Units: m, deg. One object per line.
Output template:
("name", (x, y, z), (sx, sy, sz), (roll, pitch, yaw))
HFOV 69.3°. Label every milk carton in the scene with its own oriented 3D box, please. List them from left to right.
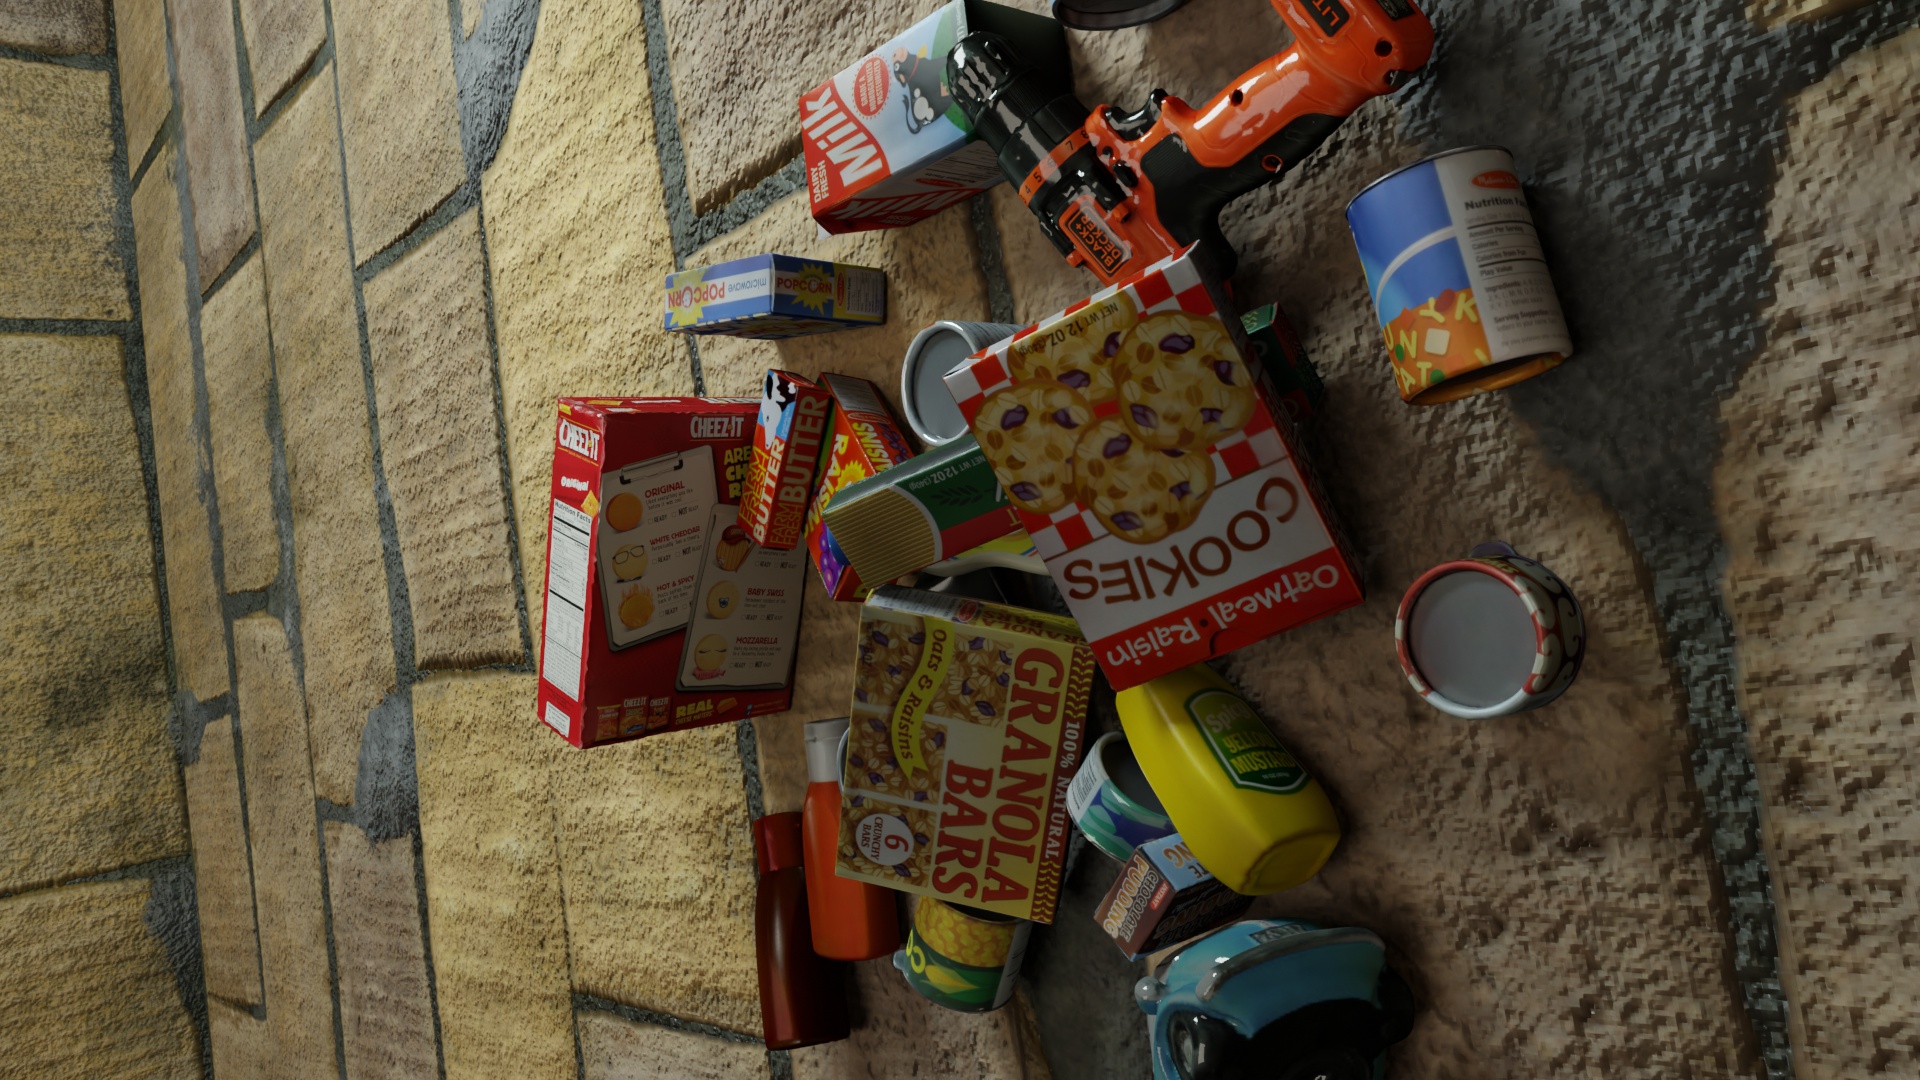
("milk carton", (-0.029, -0.229, 0.783), (0.190, 0.073, 0.072), (-12, 84, 48))

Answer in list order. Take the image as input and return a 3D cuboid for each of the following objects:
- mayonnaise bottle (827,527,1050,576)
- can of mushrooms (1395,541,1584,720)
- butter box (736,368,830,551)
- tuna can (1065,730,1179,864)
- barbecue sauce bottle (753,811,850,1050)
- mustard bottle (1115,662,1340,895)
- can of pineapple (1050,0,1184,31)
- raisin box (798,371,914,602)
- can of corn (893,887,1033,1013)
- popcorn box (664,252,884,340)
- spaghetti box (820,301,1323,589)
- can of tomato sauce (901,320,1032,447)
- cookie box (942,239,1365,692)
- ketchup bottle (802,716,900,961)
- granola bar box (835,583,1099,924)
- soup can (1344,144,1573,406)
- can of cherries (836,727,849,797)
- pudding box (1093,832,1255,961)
("mayonnaise bottle", (0.003, -0.009, 0.742), (0.148, 0.041, 0.065), (-5, 87, 19))
("can of mushrooms", (0.213, 0.037, 0.564), (0.071, 0.033, 0.071), (6, 98, 48))
("butter box", (-0.110, -0.050, 0.857), (0.053, 0.024, 0.103), (32, 111, 57))
("tuna can", (0.091, 0.128, 0.684), (0.071, 0.071, 0.032), (47, 125, 35))
("barbecue sauce bottle", (-0.110, 0.257, 0.920), (0.043, 0.065, 0.149), (-21, 67, 25))
("mustard bottle", (0.112, 0.092, 0.660), (0.161, 0.065, 0.048), (56, 133, 39))
("can of pineapple", (0.073, -0.287, 0.669), (0.071, 0.071, 0.058), (-10, 86, 48))
("raisin box", (-0.066, -0.033, 0.844), (0.085, 0.040, 0.124), (-62, 38, 30))
("can of corn", (0.003, 0.220, 0.783), (0.071, 0.071, 0.058), (31, 115, 42))
("popcorn box", (-0.119, -0.152, 0.880), (0.126, 0.085, 0.038), (3, 94, 48))
("spaghetti box", (0.047, -0.041, 0.668), (0.249, 0.029, 0.050), (-22, 111, 25))
("can of tomato sauce", (0.020, -0.080, 0.732), (0.071, 0.083, 0.071), (5, 97, 48))
("cookie box", (0.086, -0.028, 0.615), (0.122, 0.040, 0.167), (-24, 101, 24))
("ketchup bottle", (-0.075, 0.188, 0.886), (0.064, 0.043, 0.149), (-11, 85, 47))
("granola bar box", (0.003, 0.112, 0.738), (0.124, 0.039, 0.164), (11, 112, 9))
("soup can", (0.195, -0.102, 0.551), (0.071, 0.071, 0.084), (-23, 76, 46))
("can of cherries", (-0.031, 0.133, 0.822), (0.071, 0.058, 0.071), (5, 97, 49))
("pudding box", (0.107, 0.161, 0.652), (0.030, 0.084, 0.049), (47, 125, 35))
